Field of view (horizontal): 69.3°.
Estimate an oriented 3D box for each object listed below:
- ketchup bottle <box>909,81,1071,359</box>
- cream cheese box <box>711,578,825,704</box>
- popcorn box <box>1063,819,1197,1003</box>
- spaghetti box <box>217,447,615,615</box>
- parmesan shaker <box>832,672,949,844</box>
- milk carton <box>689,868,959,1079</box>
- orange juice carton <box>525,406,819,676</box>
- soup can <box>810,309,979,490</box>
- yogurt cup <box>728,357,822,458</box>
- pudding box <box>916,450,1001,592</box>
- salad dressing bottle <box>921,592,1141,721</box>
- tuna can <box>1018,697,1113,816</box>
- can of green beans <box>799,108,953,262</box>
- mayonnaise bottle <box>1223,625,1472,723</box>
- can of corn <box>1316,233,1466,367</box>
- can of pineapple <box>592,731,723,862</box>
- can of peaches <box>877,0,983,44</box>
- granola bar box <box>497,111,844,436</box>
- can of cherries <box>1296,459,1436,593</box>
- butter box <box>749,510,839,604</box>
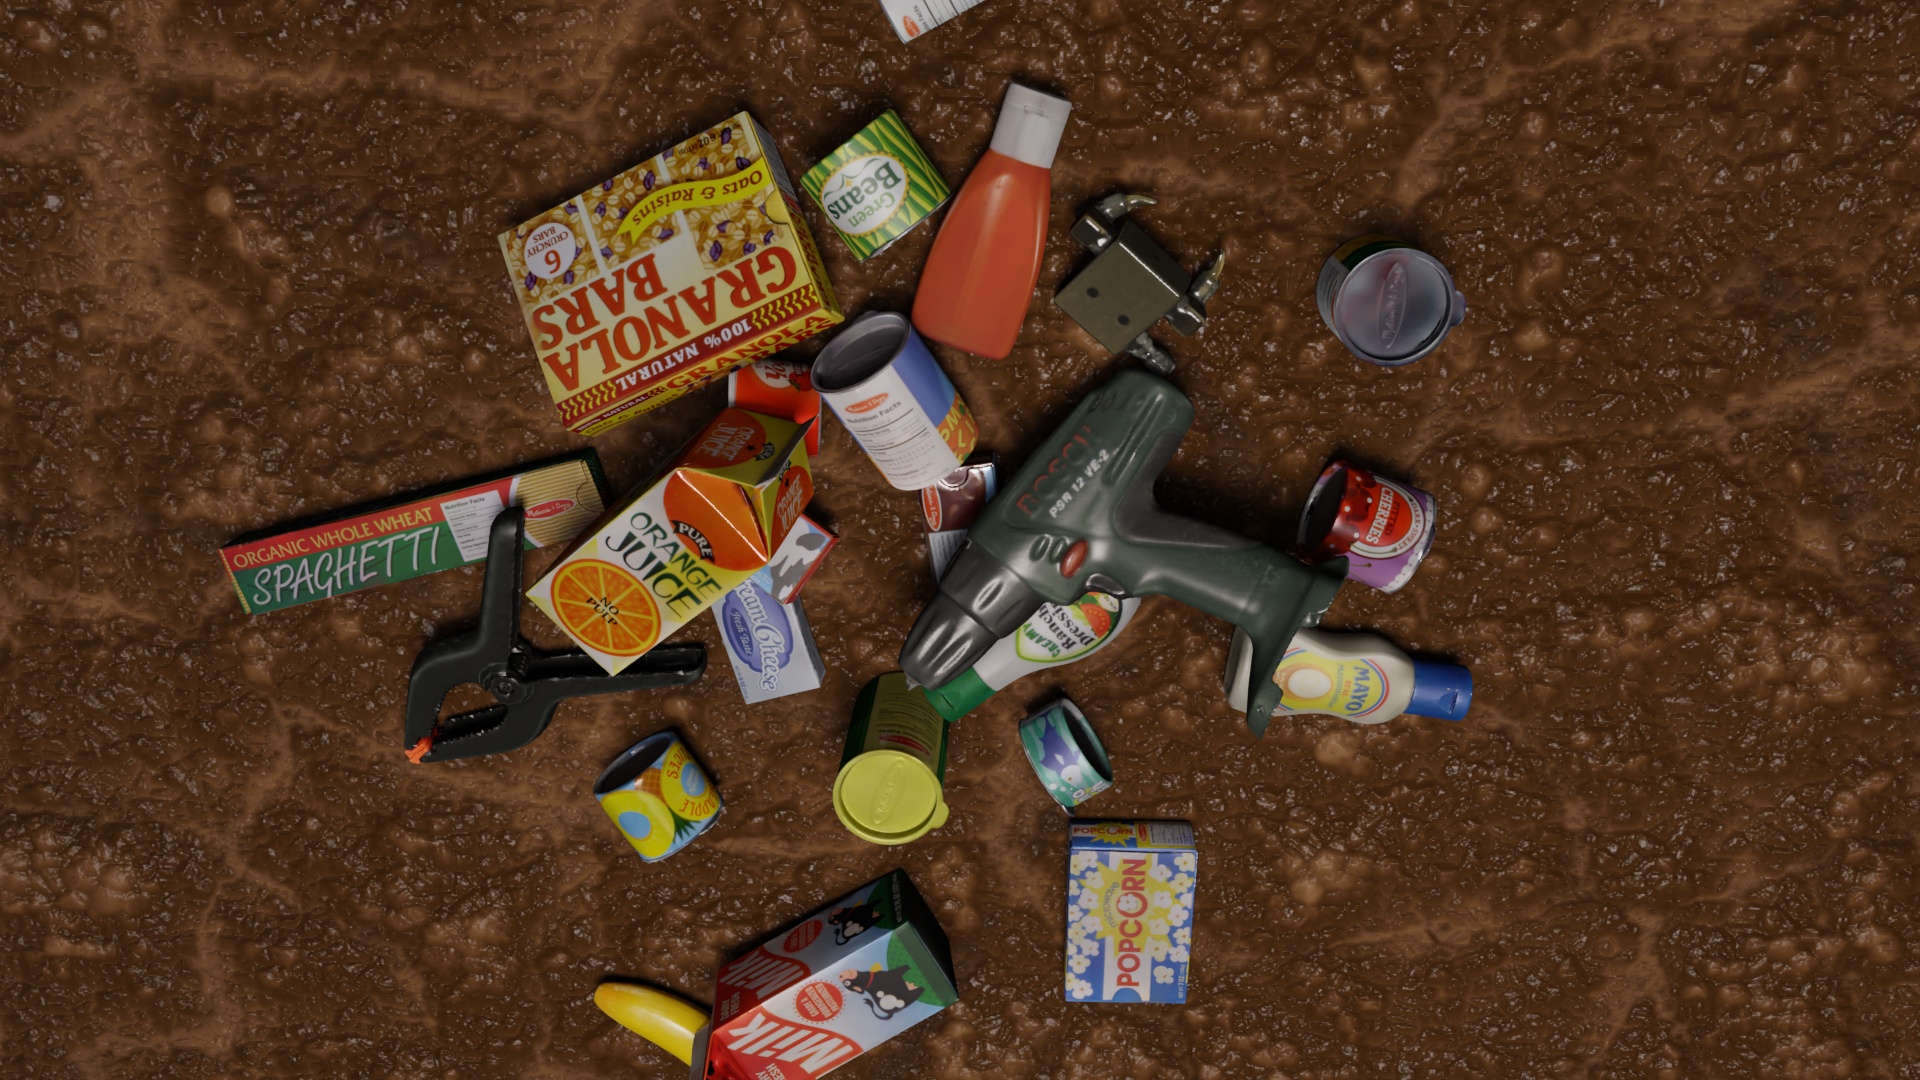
[{"bbox_3d":[0.022,-0.181,0.787,0.065,0.044,0.148,19,110,-2],"label":"ketchup bottle"},{"bbox_3d":[-0.127,0.051,0.892,0.053,0.024,0.103,-14,110,6],"label":"cream cheese box"},{"bbox_3d":[0.115,0.254,0.953,0.085,0.038,0.126,1,111,1],"label":"popcorn box"},{"bbox_3d":[-0.342,-0.005,0.876,0.250,0.029,0.050,-13,110,7],"label":"spaghetti box"},{"bbox_3d":[-0.039,0.137,0.879,0.071,0.103,0.071,1,111,3],"label":"parmesan shaker"},{"bbox_3d":[-0.103,0.313,0.950,0.190,0.072,0.073,-29,108,3],"label":"milk carton"},{"bbox_3d":[-0.153,-0.007,0.786,0.192,0.072,0.073,-34,107,32],"label":"orange juice carton"},{"bbox_3d":[-0.036,-0.082,0.806,0.071,0.072,0.083,-28,127,12],"label":"soup can"},{"bbox_3d":[-0.110,-0.077,0.823,0.054,0.072,0.072,1,111,-7],"label":"yogurt cup"},{"bbox_3d":[0.003,-0.011,0.860,0.050,0.030,0.083,-7,110,6],"label":"pudding box"},{"bbox_3d":[0.043,0.061,0.879,0.147,0.044,0.064,-36,103,15],"label":"salad dressing bottle"},{"bbox_3d":[0.069,0.138,0.894,0.033,0.071,0.071,-32,107,13],"label":"tuna can"},{"bbox_3d":[-0.047,-0.197,0.772,0.071,0.071,0.057,-34,106,14],"label":"can of green beans"},{"bbox_3d":[0.246,0.086,0.882,0.148,0.041,0.064,8,109,0],"label":"mayonnaise bottle"},{"bbox_3d":[0.242,-0.137,0.788,0.071,0.058,0.071,1,111,2],"label":"can of corn"},{"bbox_3d":[-0.198,0.168,0.916,0.071,0.071,0.057,-29,107,12],"label":"can of pineapple"},{"bbox_3d":[-0.020,-0.307,0.730,0.058,0.071,0.071,-25,108,11],"label":"can of peaches"},{"bbox_3d":[-0.165,-0.148,0.782,0.165,0.039,0.124,-23,81,10],"label":"granola bar box"},{"bbox_3d":[0.242,-0.010,0.830,0.058,0.072,0.071,21,110,-5],"label":"can of cherries"},{"bbox_3d":[-0.131,-0.012,0.850,0.103,0.024,0.053,37,95,4],"label":"butter box"}]
